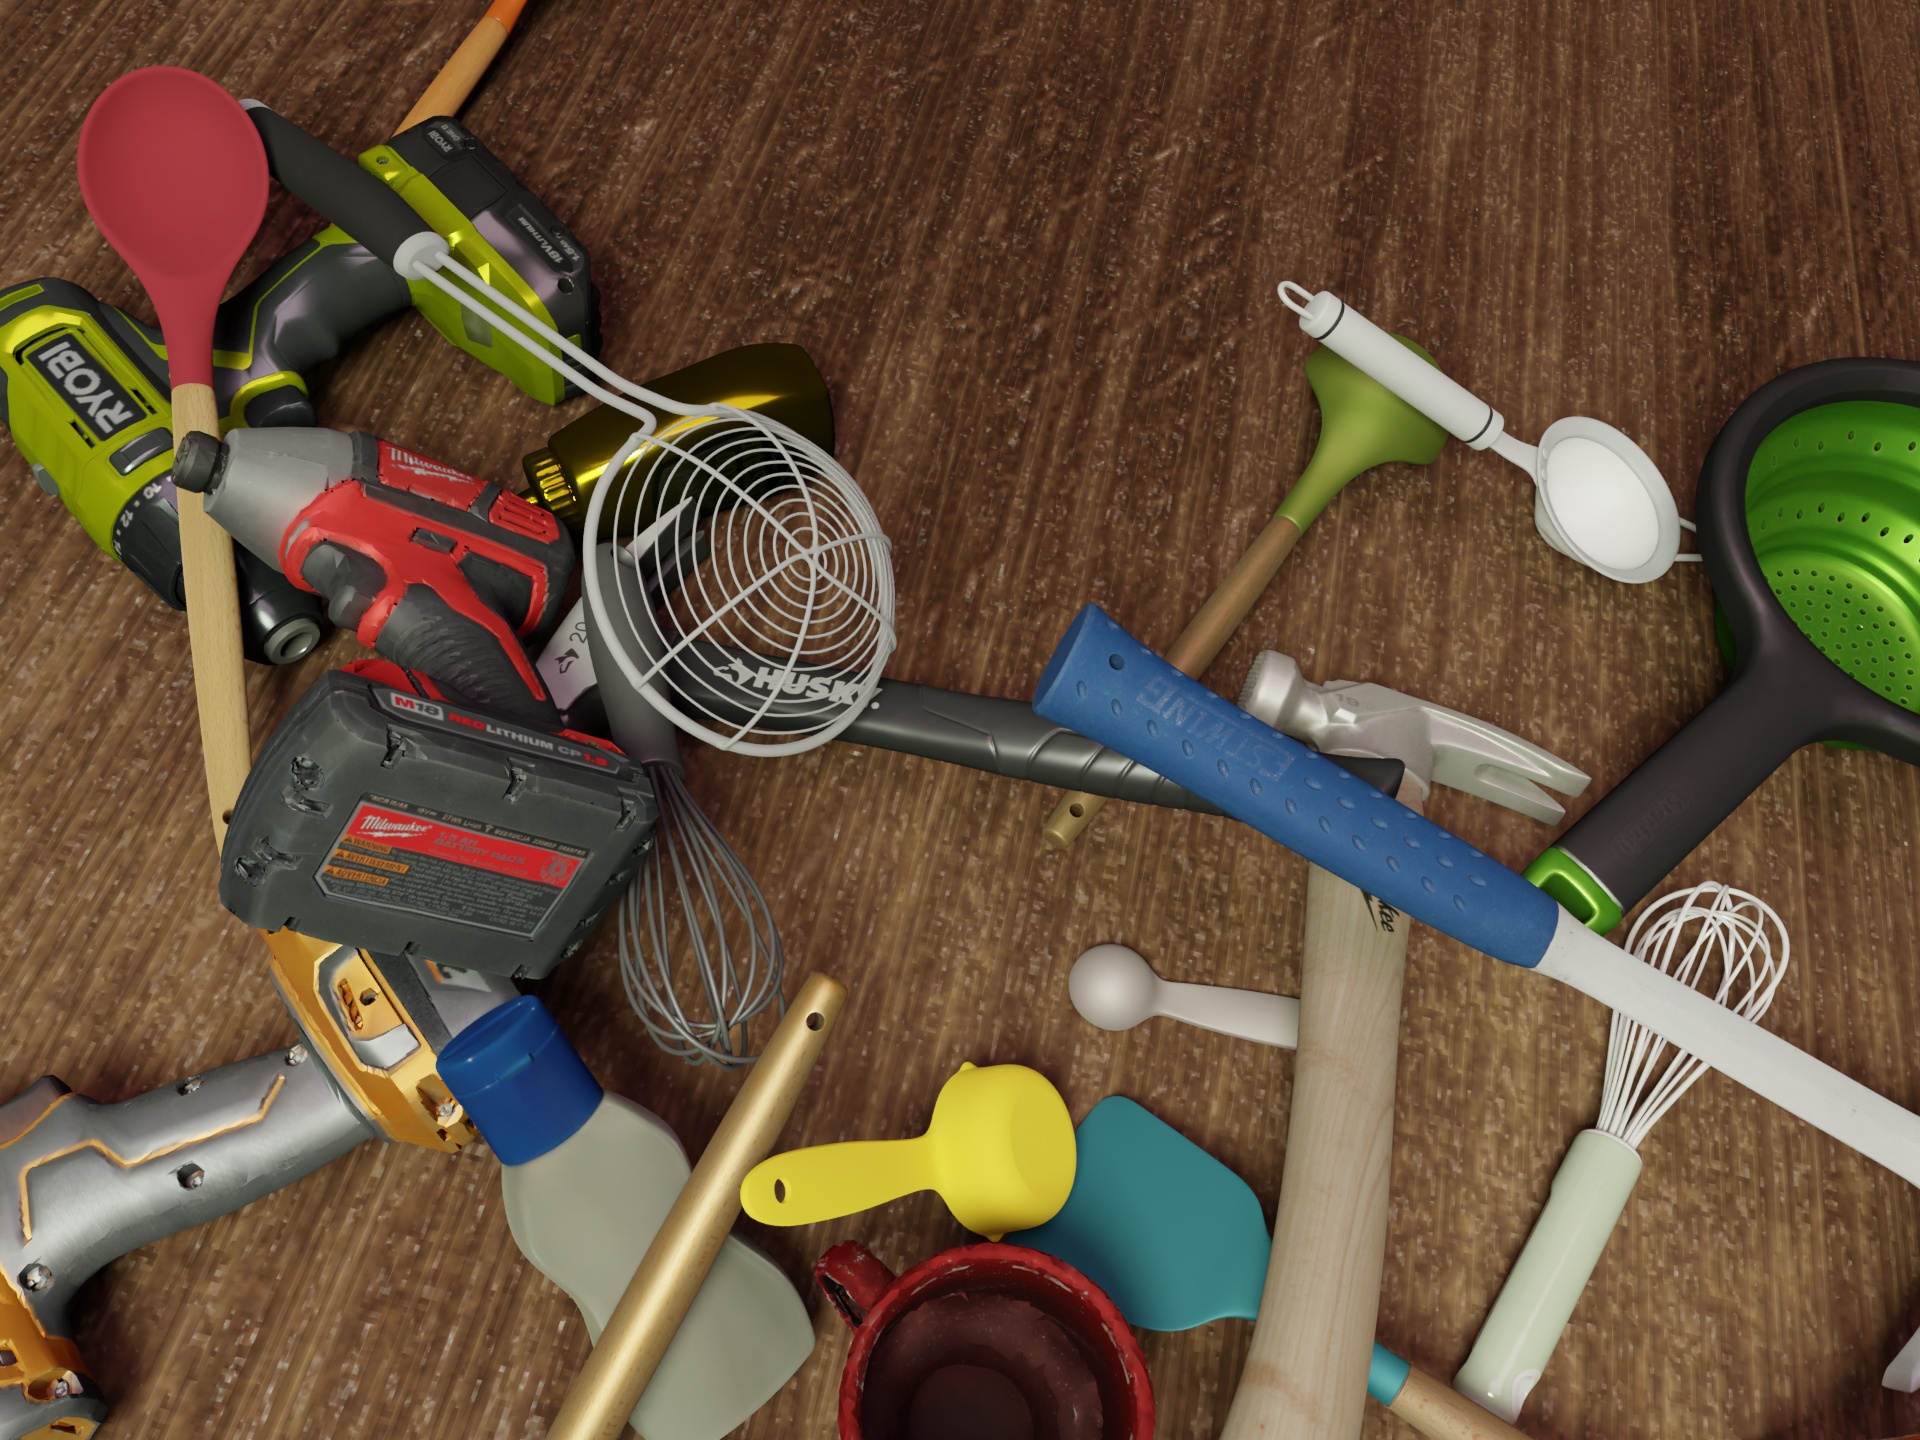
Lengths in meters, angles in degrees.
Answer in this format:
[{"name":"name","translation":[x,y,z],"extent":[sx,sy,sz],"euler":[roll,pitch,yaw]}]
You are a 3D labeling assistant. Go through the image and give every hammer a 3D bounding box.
[{"name":"hammer","translation":[0.205,0.083,0.541],"extent":[0.405,0.035,0.144],"euler":[29,70,-6]},{"name":"hammer","translation":[0.139,0.135,0.541],"extent":[0.146,0.038,0.411],"euler":[20,46,3]},{"name":"hammer","translation":[-0.001,-0.002,0.613],"extent":[0.335,0.035,0.146],"euler":[10,58,12]}]

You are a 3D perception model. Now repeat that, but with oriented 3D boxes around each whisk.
[{"name":"whisk","translation":[0.245,0.154,0.596],"extent":[0.059,0.057,0.246],"euler":[15,54,41]},{"name":"whisk","translation":[-0.106,0.020,0.564],"extent":[0.055,0.055,0.239],"euler":[-10,51,-14]}]

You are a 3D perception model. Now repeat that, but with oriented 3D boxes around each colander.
[{"name":"colander","translation":[0.348,-0.010,0.678],"extent":[0.397,0.094,0.205],"euler":[-35,72,-21]}]

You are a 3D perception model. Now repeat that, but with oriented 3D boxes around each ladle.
[{"name":"ladle","translation":[-0.286,-0.101,0.599],"extent":[0.069,0.031,0.315],"euler":[-8,77,-13]},{"name":"ladle","translation":[0.128,-0.063,0.712],"extent":[0.078,0.062,0.320],"euler":[38,68,2]}]

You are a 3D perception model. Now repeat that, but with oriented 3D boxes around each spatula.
[{"name":"spatula","translation":[-0.249,-0.334,0.820],"extent":[0.081,0.041,0.323],"euler":[20,63,4]},{"name":"spatula","translation":[0.163,0.232,0.517],"extent":[0.317,0.044,0.082],"euler":[31,60,15]}]

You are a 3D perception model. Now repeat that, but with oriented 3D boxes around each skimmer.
[{"name":"skimmer","translation":[-0.171,-0.126,0.616],"extent":[0.363,0.090,0.127],"euler":[37,47,22]}]

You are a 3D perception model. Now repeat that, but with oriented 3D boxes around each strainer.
[{"name":"strainer","translation":[0.241,-0.129,0.723],"extent":[0.258,0.050,0.087],"euler":[28,60,-21]}]

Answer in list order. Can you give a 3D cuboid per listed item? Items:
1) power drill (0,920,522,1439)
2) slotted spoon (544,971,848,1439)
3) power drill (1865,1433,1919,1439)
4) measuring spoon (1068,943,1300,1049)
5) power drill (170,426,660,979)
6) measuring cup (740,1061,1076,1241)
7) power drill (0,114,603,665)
[{"name":"power drill","translation":[-0.272,0.114,0.518],"extent":[0.226,0.084,0.185],"euler":[-34,68,-20]},{"name":"slotted spoon","translation":[-0.111,0.215,0.458],"extent":[0.070,0.031,0.314],"euler":[31,78,-14]},{"name":"power drill","translation":[0.377,0.242,0.491],"extent":[0.226,0.164,0.084],"euler":[-3,63,-13]},{"name":"measuring spoon","translation":[0.104,0.109,0.612],"extent":[0.124,0.018,0.034],"euler":[11,58,-3]},{"name":"power drill","translation":[-0.190,-0.024,0.537],"extent":[0.143,0.078,0.220],"euler":[21,26,-37]},{"name":"measuring cup","translation":[-0.010,0.142,0.511],"extent":[0.029,0.156,0.062],"euler":[-18,74,31]},{"name":"power drill","translation":[-0.267,-0.142,0.672],"extent":[0.228,0.080,0.191],"euler":[-39,77,-24]}]
